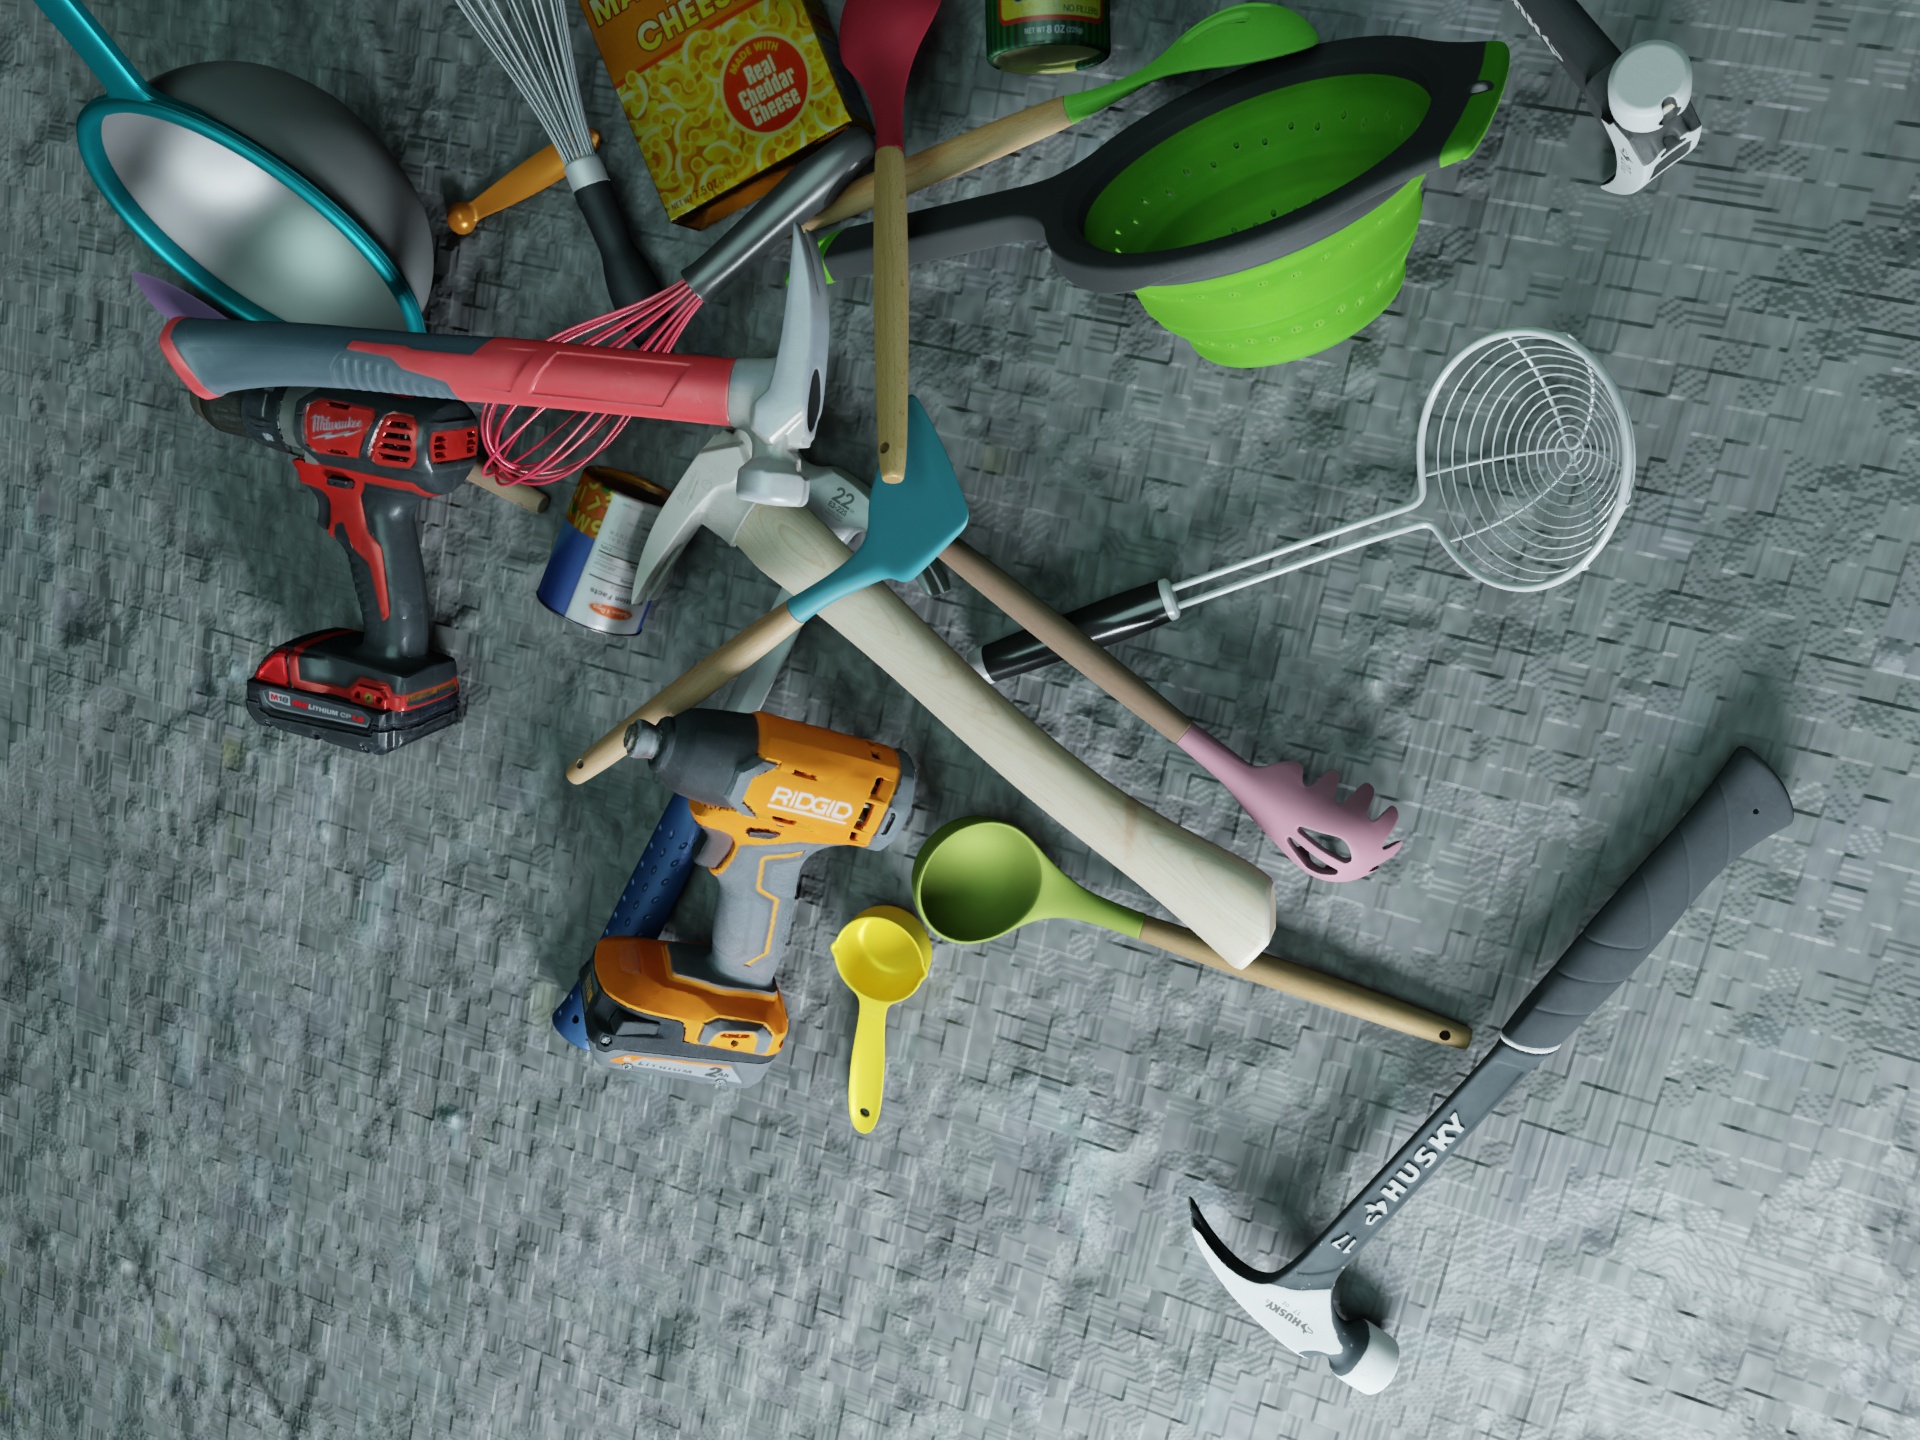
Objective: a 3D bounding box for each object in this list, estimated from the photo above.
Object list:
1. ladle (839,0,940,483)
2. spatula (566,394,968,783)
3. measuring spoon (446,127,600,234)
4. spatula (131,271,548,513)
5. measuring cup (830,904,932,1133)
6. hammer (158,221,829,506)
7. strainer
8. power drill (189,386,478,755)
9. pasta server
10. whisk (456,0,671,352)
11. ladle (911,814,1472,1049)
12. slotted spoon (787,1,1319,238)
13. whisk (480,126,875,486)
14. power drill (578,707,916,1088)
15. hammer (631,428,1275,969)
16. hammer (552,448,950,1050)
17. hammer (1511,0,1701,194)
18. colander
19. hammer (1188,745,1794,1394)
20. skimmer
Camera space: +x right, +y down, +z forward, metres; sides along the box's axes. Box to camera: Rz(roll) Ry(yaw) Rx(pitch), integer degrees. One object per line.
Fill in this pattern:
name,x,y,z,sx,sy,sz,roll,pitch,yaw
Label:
ladle,-0.037,-0.268,0.817,0.069,0.031,0.316,-13,70,33
spatula,-0.115,-0.050,0.866,0.317,0.044,0.082,-34,65,24
measuring spoon,-0.266,-0.327,0.960,0.117,0.011,0.021,-22,92,20
spatula,-0.397,-0.208,1.010,0.316,0.059,0.018,29,69,8
measuring cup,-0.050,0.183,0.974,0.062,0.029,0.156,13,115,14
hammer,-0.259,-0.206,0.863,0.386,0.038,0.143,8,95,13
strainer,-0.408,-0.341,0.880,0.211,0.340,0.095,15,65,26
power drill,-0.394,-0.108,0.989,0.188,0.080,0.226,13,109,16
pasta server,0.100,-0.014,0.852,0.316,0.040,0.060,38,129,2
whisk,-0.229,-0.347,0.919,0.070,0.070,0.284,-17,102,20
ladle,0.125,0.128,0.887,0.320,0.062,0.078,18,106,12
slotted spoon,0.034,-0.315,0.847,0.314,0.070,0.031,-14,118,25
whisk,-0.164,-0.231,0.896,0.296,0.073,0.073,-37,87,13
power drill,-0.142,0.096,0.916,0.164,0.084,0.226,16,113,-26
hammer,-0.001,-0.003,0.877,0.411,0.038,0.146,41,110,8
hammer,-0.148,0.035,0.970,0.144,0.035,0.405,32,107,11
hammer,0.234,-0.385,0.746,0.035,0.146,0.335,-36,76,19
colander,0.083,-0.237,0.818,0.397,0.205,0.094,-1,134,34
hammer,0.284,0.180,0.843,0.149,0.036,0.409,34,105,-7
skimmer,0.157,-0.086,0.820,0.363,0.090,0.127,-19,81,21
